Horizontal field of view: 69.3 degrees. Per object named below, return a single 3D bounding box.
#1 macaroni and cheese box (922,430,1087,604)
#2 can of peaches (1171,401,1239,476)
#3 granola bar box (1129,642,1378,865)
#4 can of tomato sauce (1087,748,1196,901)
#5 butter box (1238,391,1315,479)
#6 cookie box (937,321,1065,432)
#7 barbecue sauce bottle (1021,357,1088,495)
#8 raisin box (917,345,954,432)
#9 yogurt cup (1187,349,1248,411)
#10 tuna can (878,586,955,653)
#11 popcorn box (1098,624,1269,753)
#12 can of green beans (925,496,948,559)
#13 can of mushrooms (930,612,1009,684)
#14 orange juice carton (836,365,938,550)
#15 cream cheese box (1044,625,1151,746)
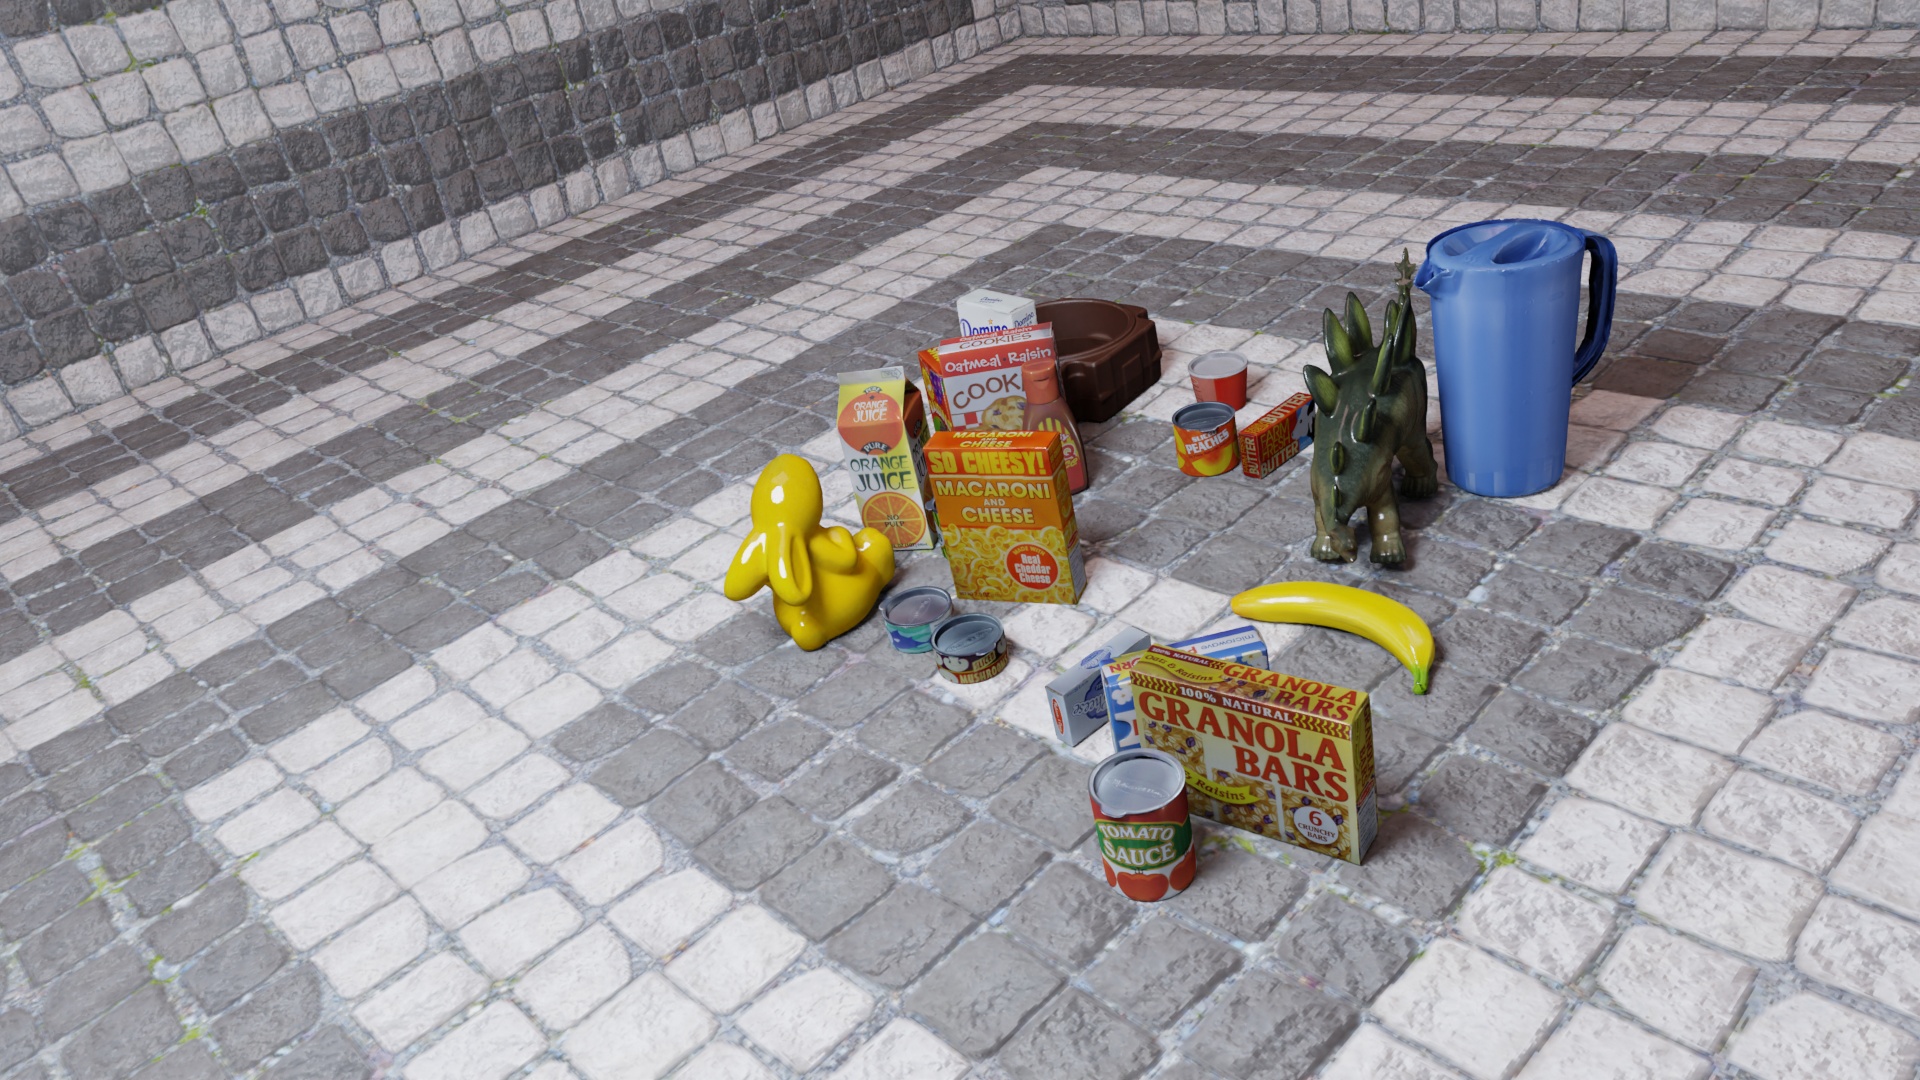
[{"bbox_3d":[0.043,-0.022,1.288,0.123,0.165,0.040,1,32,24],"label":"macaroni and cheese box"},{"bbox_3d":[0.259,-0.106,1.461,0.071,0.057,0.071,-9,29,5],"label":"can of peaches"},{"bbox_3d":[0.206,0.147,0.974,0.165,0.123,0.039,11,37,36],"label":"granola bar box"},{"bbox_3d":[0.126,0.198,0.958,0.071,0.082,0.071,-10,29,5],"label":"can of tomato sauce"},{"bbox_3d":[0.332,-0.110,1.445,0.104,0.053,0.024,-32,34,-31],"label":"butter box"},{"bbox_3d":[0.052,-0.143,1.495,0.123,0.166,0.040,-8,29,8],"label":"cookie box"},{"bbox_3d":[0.093,-0.117,1.454,0.065,0.147,0.044,-11,29,2],"label":"barbecue sauce bottle"},{"bbox_3d":[-0.008,-0.151,1.576,0.040,0.122,0.086,-19,30,-11],"label":"raisin box"},{"bbox_3d":[0.295,-0.178,1.578,0.072,0.053,0.073,-9,29,5],"label":"yogurt cup"},{"bbox_3d":[-0.040,0.073,1.289,0.071,0.032,0.071,-9,29,5],"label":"tuna can"},{"bbox_3d":[0.175,0.122,1.069,0.127,0.084,0.038,-13,29,-1],"label":"popcorn box"},{"bbox_3d":[0.007,-0.018,1.405,0.071,0.057,0.071,-9,29,5],"label":"can of green beans"},{"bbox_3d":[0.010,0.096,1.230,0.071,0.033,0.071,-9,29,5],"label":"can of mushrooms"},{"bbox_3d":[-0.072,-0.088,1.420,0.072,0.191,0.073,-3,30,17],"label":"orange juice carton"},{"bbox_3d":[0.115,0.118,1.132,0.104,0.053,0.024,-32,34,-30],"label":"cream cheese box"}]
